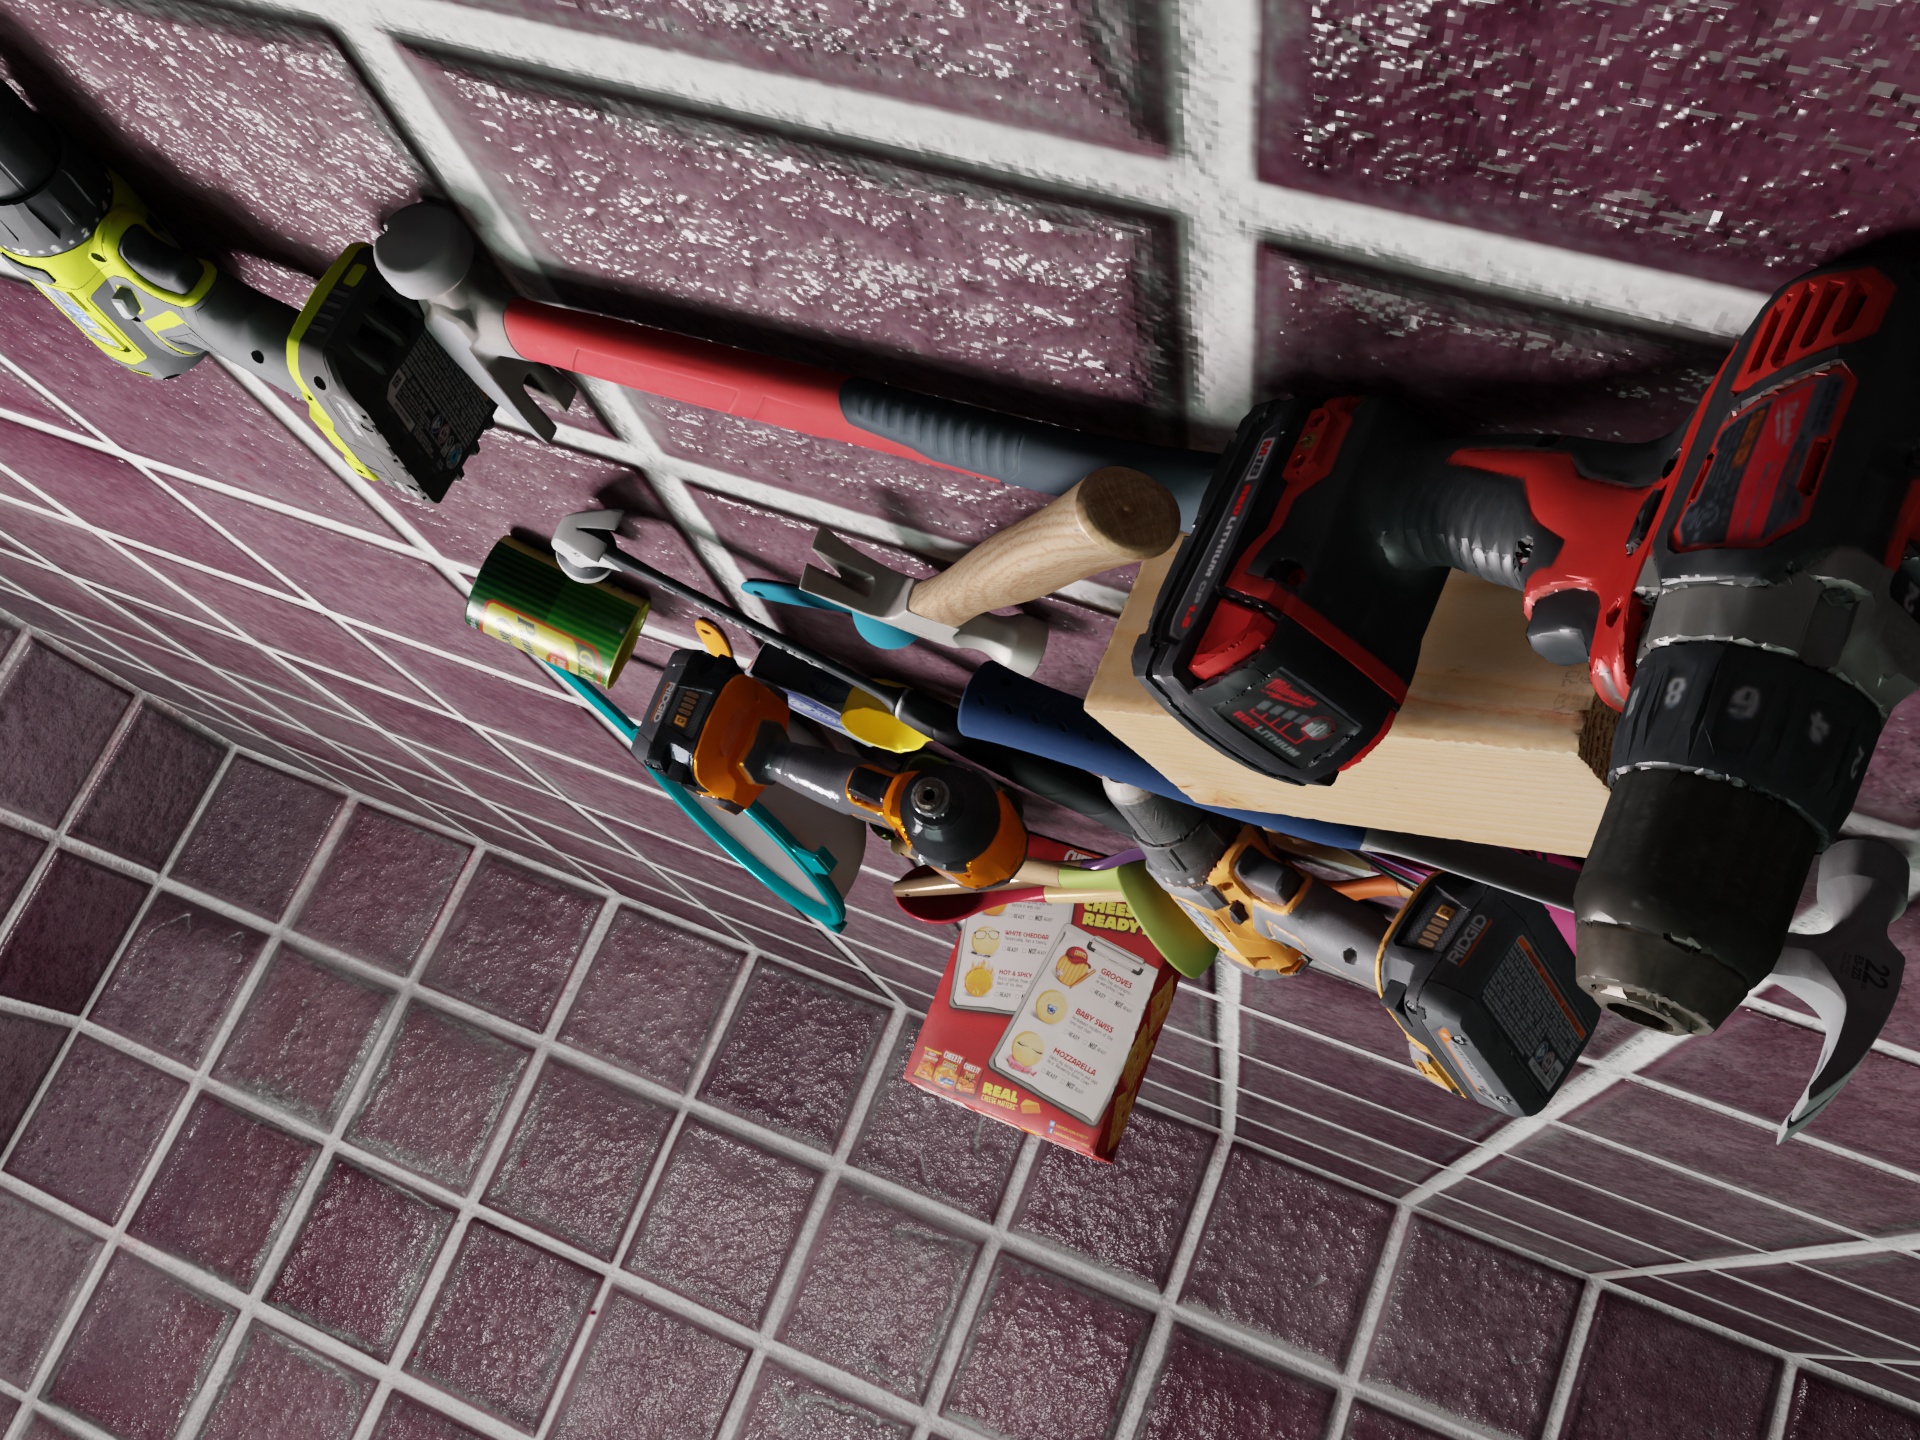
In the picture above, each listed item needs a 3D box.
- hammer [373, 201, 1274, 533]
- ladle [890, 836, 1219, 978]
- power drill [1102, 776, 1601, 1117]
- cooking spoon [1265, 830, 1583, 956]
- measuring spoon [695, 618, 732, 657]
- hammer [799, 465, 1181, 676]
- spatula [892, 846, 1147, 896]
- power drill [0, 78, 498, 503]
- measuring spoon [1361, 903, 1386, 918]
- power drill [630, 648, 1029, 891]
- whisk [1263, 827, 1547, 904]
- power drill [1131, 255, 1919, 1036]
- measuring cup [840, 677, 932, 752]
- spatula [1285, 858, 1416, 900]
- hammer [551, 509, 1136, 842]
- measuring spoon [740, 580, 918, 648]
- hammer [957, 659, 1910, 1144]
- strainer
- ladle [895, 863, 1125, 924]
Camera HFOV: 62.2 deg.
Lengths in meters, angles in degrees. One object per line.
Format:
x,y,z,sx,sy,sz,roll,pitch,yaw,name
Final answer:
-0.047,-0.119,0.645,0.386,0.038,0.143,18,165,19,hammer
0.046,0.109,1.038,0.078,0.062,0.320,44,157,-31,ladle
0.179,0.090,0.789,0.226,0.084,0.185,23,160,50,power drill
0.214,0.073,0.908,0.319,0.017,0.068,15,120,41,cooking spoon
-0.170,-0.045,1.106,0.021,0.011,0.116,21,164,7,measuring spoon
0.013,-0.060,0.651,0.130,0.031,0.331,18,174,-12,hammer
0.070,0.108,1.125,0.316,0.018,0.059,-11,149,40,spatula
-0.341,-0.198,0.729,0.228,0.080,0.190,24,165,7,power drill
0.233,0.109,1.058,0.124,0.018,0.034,31,177,-3,measuring spoon
-0.075,0.032,0.951,0.226,0.084,0.164,20,171,15,power drill
0.207,0.058,0.869,0.047,0.051,0.245,-10,-163,-44,whisk
0.148,-0.020,0.436,0.080,0.188,0.227,32,166,-27,power drill
-0.002,-0.003,1.005,0.156,0.029,0.062,2,152,23,measuring cup
0.274,0.084,0.900,0.081,0.041,0.323,33,157,-33,spatula
-0.046,-0.019,0.921,0.408,0.036,0.149,27,174,-10,hammer
-0.079,-0.060,0.911,0.129,0.021,0.042,13,161,32,measuring spoon
0.187,0.053,0.692,0.405,0.144,0.035,18,140,18,hammer
-0.189,0.012,1.215,0.340,0.095,0.210,40,163,13,strainer
0.087,0.124,1.166,0.315,0.069,0.031,-7,124,34,ladle
